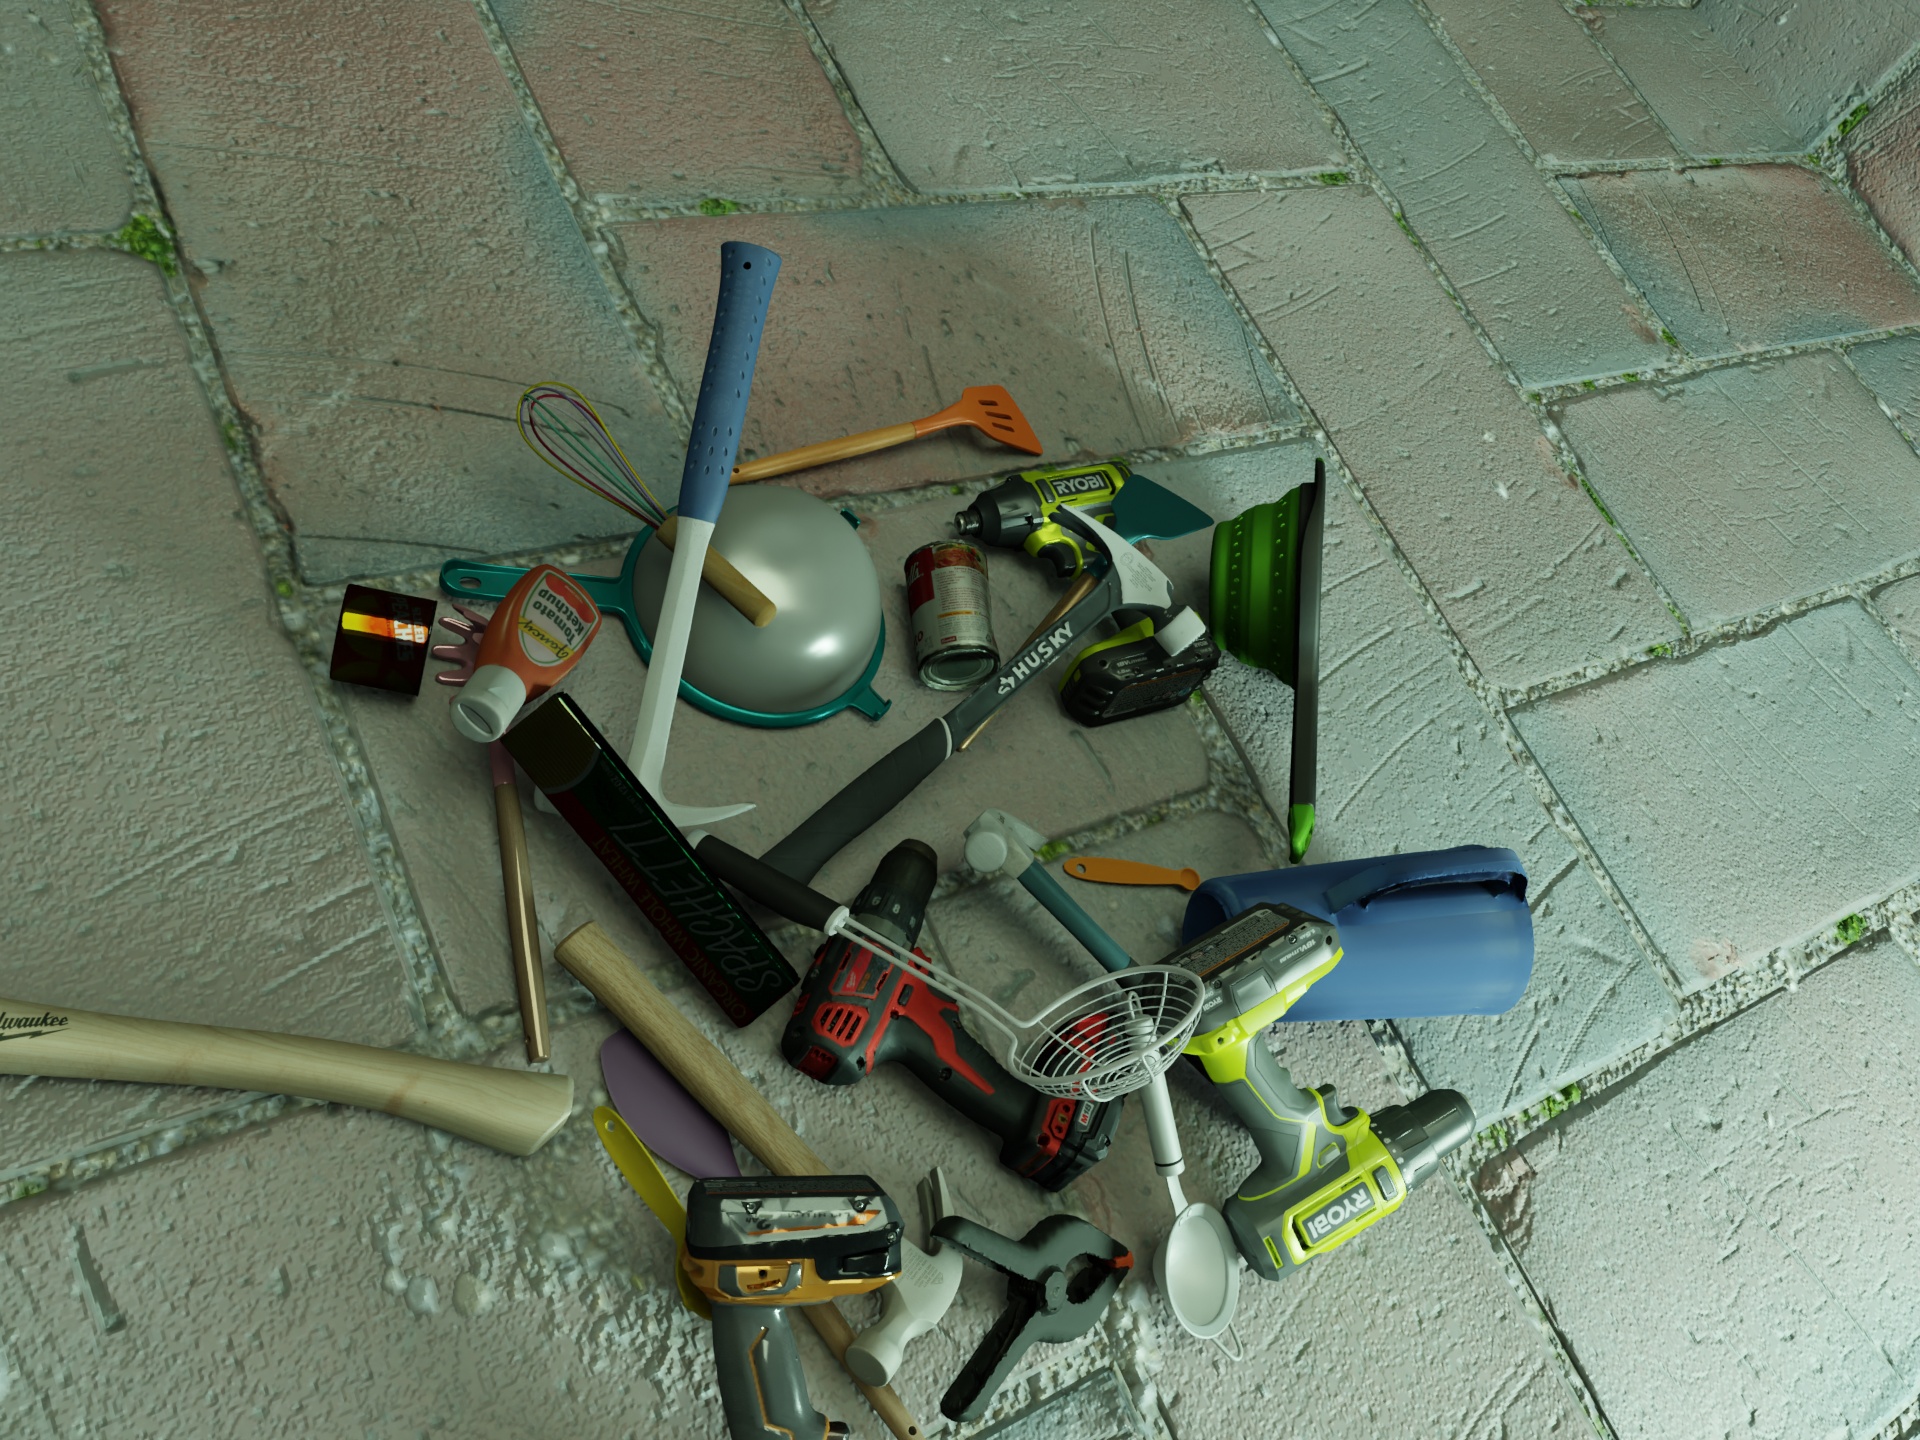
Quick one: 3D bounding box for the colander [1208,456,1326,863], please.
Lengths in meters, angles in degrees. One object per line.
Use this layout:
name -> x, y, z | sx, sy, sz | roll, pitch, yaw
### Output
colander -> 0.250, -0.053, 1.318 | 0.094, 0.204, 0.397 | 2, 51, 12

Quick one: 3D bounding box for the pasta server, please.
pasta server -> -0.302, 0.069, 1.042 | 0.040, 0.060, 0.316 | 7, 60, -42

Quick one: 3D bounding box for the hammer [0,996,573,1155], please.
hammer -> -0.428, 0.183, 0.910 | 0.410, 0.038, 0.146 | 13, 54, -19

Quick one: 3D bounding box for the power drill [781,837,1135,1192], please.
power drill -> 0.008, 0.197, 1.090 | 0.226, 0.080, 0.188 | 29, 52, -3

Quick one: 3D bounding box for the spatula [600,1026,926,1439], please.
spatula -> -0.122, 0.319, 0.984 | 0.060, 0.018, 0.316 | -29, 75, -41

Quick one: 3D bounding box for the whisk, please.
whisk -> -0.221, -0.154, 1.122 | 0.245, 0.051, 0.047 | 42, 67, 6

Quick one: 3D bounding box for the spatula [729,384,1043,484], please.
spatula -> -0.065, -0.237, 1.361 | 0.322, 0.041, 0.081 | -20, 71, -30

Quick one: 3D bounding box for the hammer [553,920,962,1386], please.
hammer -> -0.129, 0.251, 1.001 | 0.331, 0.031, 0.130 | 44, 41, 6

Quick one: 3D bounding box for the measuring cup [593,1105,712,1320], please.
measuring cup -> -0.171, 0.293, 0.967 | 0.157, 0.062, 0.029 | 46, 13, 22

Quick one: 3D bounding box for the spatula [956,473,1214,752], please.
spatula -> 0.089, -0.087, 1.256 | 0.082, 0.044, 0.317 | 33, 66, 14

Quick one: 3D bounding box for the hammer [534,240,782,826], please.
hammer -> -0.176, -0.124, 1.084 | 0.144, 0.035, 0.405 | 11, 86, -1

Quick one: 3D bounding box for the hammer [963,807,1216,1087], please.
hammer -> 0.125, 0.188, 1.146 | 0.331, 0.033, 0.128 | 46, 9, -3

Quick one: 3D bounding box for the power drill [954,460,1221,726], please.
power drill -> 0.105, -0.113, 1.332 | 0.171, 0.080, 0.223 | -14, 64, -27

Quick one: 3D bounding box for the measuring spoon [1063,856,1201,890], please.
measuring spoon -> 0.133, 0.121, 1.240 | 0.117, 0.011, 0.021 | 7, 57, -18

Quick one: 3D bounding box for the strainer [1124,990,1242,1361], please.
strainer -> 0.140, 0.303, 1.059 | 0.087, 0.050, 0.258 | -21, 100, -51

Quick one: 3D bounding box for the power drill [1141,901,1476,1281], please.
power drill -> 0.241, 0.245, 1.094 | 0.190, 0.080, 0.228 | -28, 100, -11

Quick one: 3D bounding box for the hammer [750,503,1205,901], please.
hammer -> -0.002, -0.004, 1.165 | 0.409, 0.036, 0.149 | -40, 90, -21

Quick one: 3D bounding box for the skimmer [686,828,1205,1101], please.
skimmer -> -0.024, 0.132, 1.008 | 0.363, 0.090, 0.127 | 26, 35, 20

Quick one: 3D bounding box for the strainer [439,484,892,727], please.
strainer -> -0.200, -0.110, 1.167 | 0.340, 0.095, 0.211 | 4, 59, -26

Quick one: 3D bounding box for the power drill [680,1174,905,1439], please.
power drill -> -0.073, 0.374, 0.886 | 0.185, 0.084, 0.226 | 3, 83, -12
